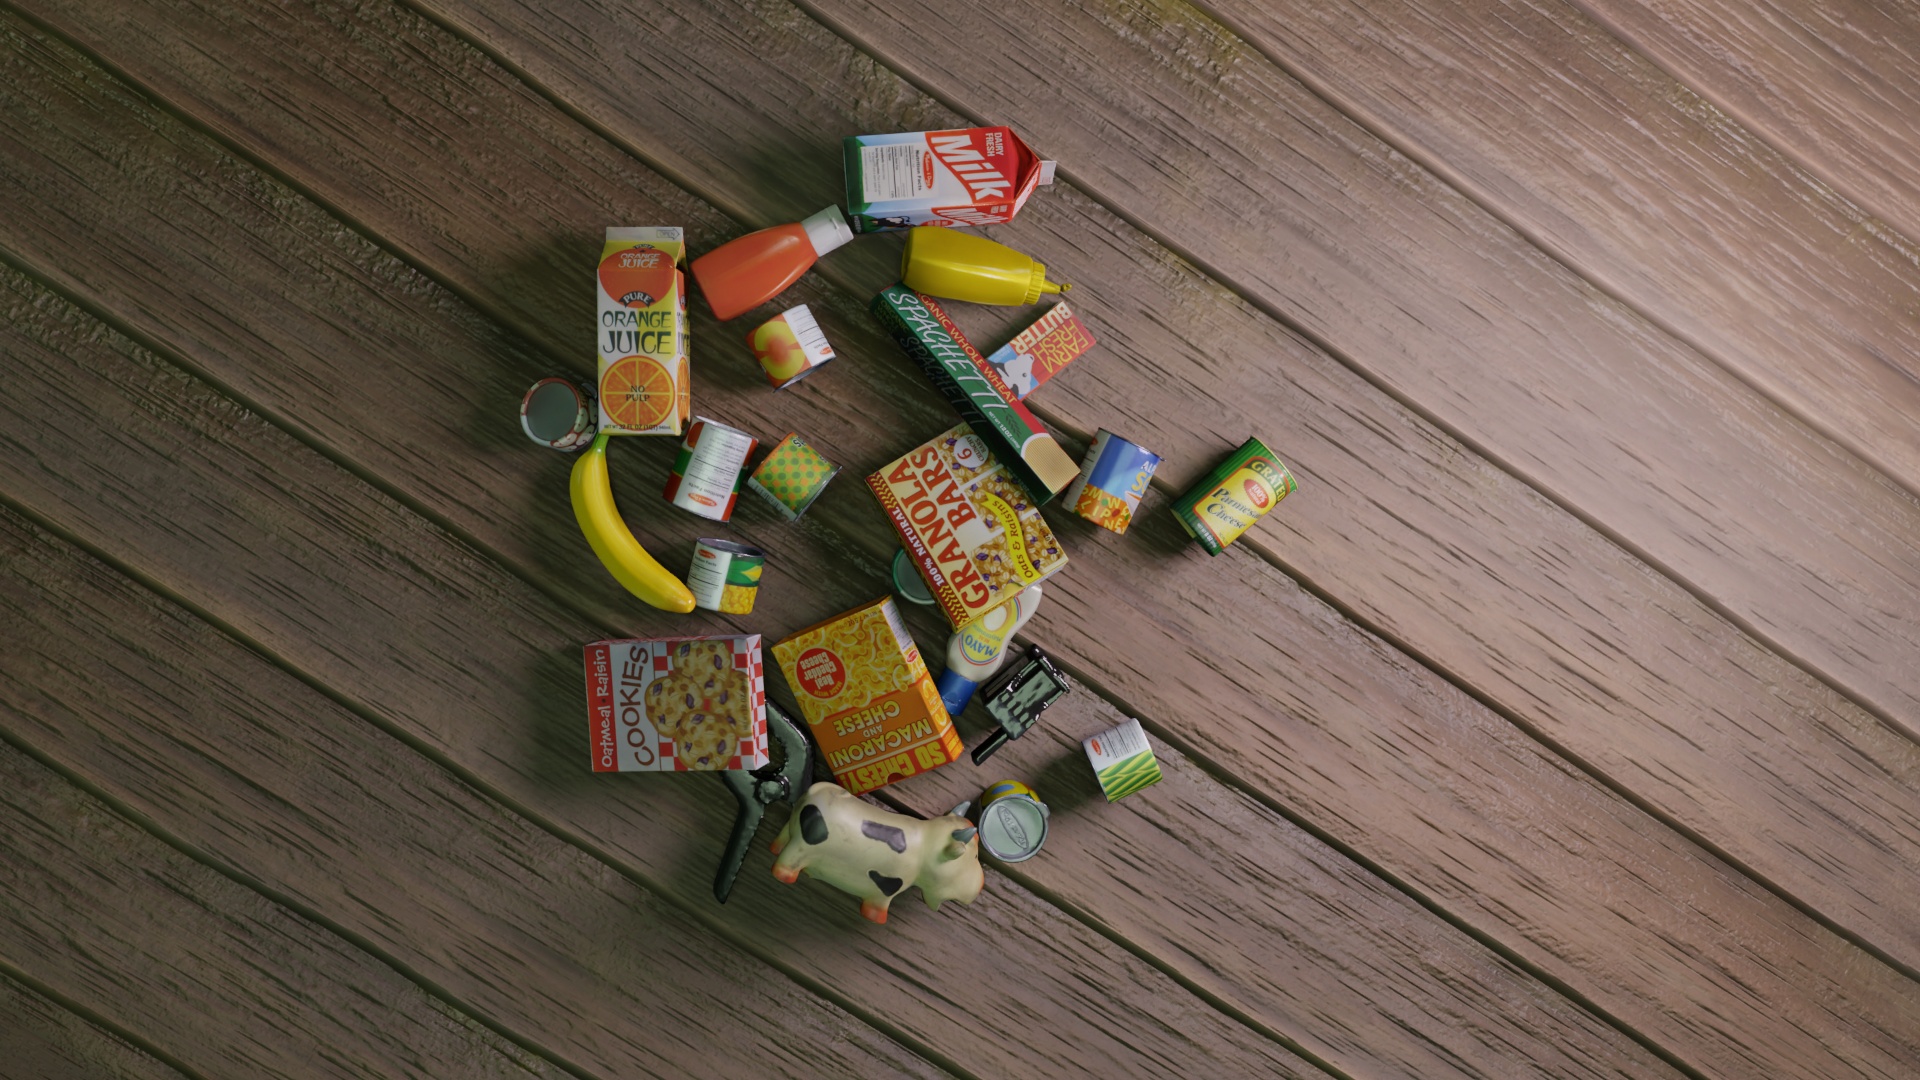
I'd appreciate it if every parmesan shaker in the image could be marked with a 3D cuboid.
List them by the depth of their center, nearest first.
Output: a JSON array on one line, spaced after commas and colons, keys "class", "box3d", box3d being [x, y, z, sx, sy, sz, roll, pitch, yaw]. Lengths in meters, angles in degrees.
[{"class": "parmesan shaker", "box3d": [0.260, -0.039, 1.317, 0.103, 0.071, 0.071, -41, 95, 2]}]

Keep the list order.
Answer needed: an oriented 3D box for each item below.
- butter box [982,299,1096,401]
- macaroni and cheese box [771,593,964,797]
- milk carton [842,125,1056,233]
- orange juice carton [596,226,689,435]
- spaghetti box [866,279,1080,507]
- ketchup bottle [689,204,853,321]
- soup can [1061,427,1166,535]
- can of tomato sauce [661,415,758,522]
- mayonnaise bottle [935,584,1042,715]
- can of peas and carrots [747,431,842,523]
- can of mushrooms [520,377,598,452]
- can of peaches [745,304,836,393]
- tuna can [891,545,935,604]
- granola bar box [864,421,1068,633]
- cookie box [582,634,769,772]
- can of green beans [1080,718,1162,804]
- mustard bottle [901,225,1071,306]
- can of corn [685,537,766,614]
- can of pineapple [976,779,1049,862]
[{"class": "butter box", "box3d": [0.073, -0.177, 1.319, 0.103, 0.024, 0.053, -38, 95, 2]}, {"class": "macaroni and cheese box", "box3d": [-0.088, 0.150, 1.317, 0.123, 0.040, 0.166, -23, 95, 21]}, {"class": "milk carton", "box3d": [-0.009, -0.332, 1.276, 0.191, 0.072, 0.073, -4, 88, -1]}, {"class": "orange juice carton", "box3d": [-0.291, -0.193, 1.282, 0.072, 0.073, 0.192, 1, 95, -1]}, {"class": "spaghetti box", "box3d": [0.012, -0.141, 1.292, 0.250, 0.028, 0.050, 49, 48, 2]}, {"class": "ketchup bottle", "box3d": [-0.173, -0.263, 1.294, 0.149, 0.043, 0.064, -27, 96, 1]}, {"class": "soup can", "box3d": [0.145, -0.054, 1.312, 0.071, 0.071, 0.083, 25, 95, -4]}, {"class": "can of tomato sauce", "box3d": [-0.234, -0.068, 1.300, 0.071, 0.071, 0.083, 21, 94, -4]}, {"class": "mayonnaise bottle", "box3d": [0.020, 0.096, 1.334, 0.065, 0.041, 0.148, 28, 93, -3]}, {"class": "can of peas and carrots", "box3d": [-0.155, -0.061, 1.302, 0.059, 0.071, 0.071, 40, 93, -4]}, {"class": "can of mushrooms", "box3d": [-0.373, -0.119, 1.296, 0.071, 0.033, 0.071, -2, 83, 17]}, {"class": "can of peaches", "box3d": [-0.160, -0.178, 1.292, 0.071, 0.071, 0.058, -29, 96, 1]}, {"class": "tuna can", "box3d": [-0.033, 0.025, 1.330, 0.071, 0.033, 0.071, 0, 96, -2]}, {"class": "granola bar box", "box3d": [0.005, -0.016, 1.295, 0.124, 0.039, 0.165, -31, 82, -9]}, {"class": "cookie box", "box3d": [-0.268, 0.153, 1.310, 0.167, 0.040, 0.123, -3, 92, 13]}, {"class": "can of green beans", "box3d": [0.155, 0.212, 1.336, 0.058, 0.071, 0.071, -23, 96, 0]}, {"class": "mustard bottle", "box3d": [0.026, -0.248, 1.293, 0.160, 0.066, 0.048, 12, 137, -10]}, {"class": "can of corn", "box3d": [-0.221, 0.033, 1.310, 0.071, 0.071, 0.058, 15, 96, -3]}, {"class": "can of pineapple", "box3d": [0.051, 0.270, 1.342, 0.071, 0.058, 0.071, 0, 96, -2]}]
